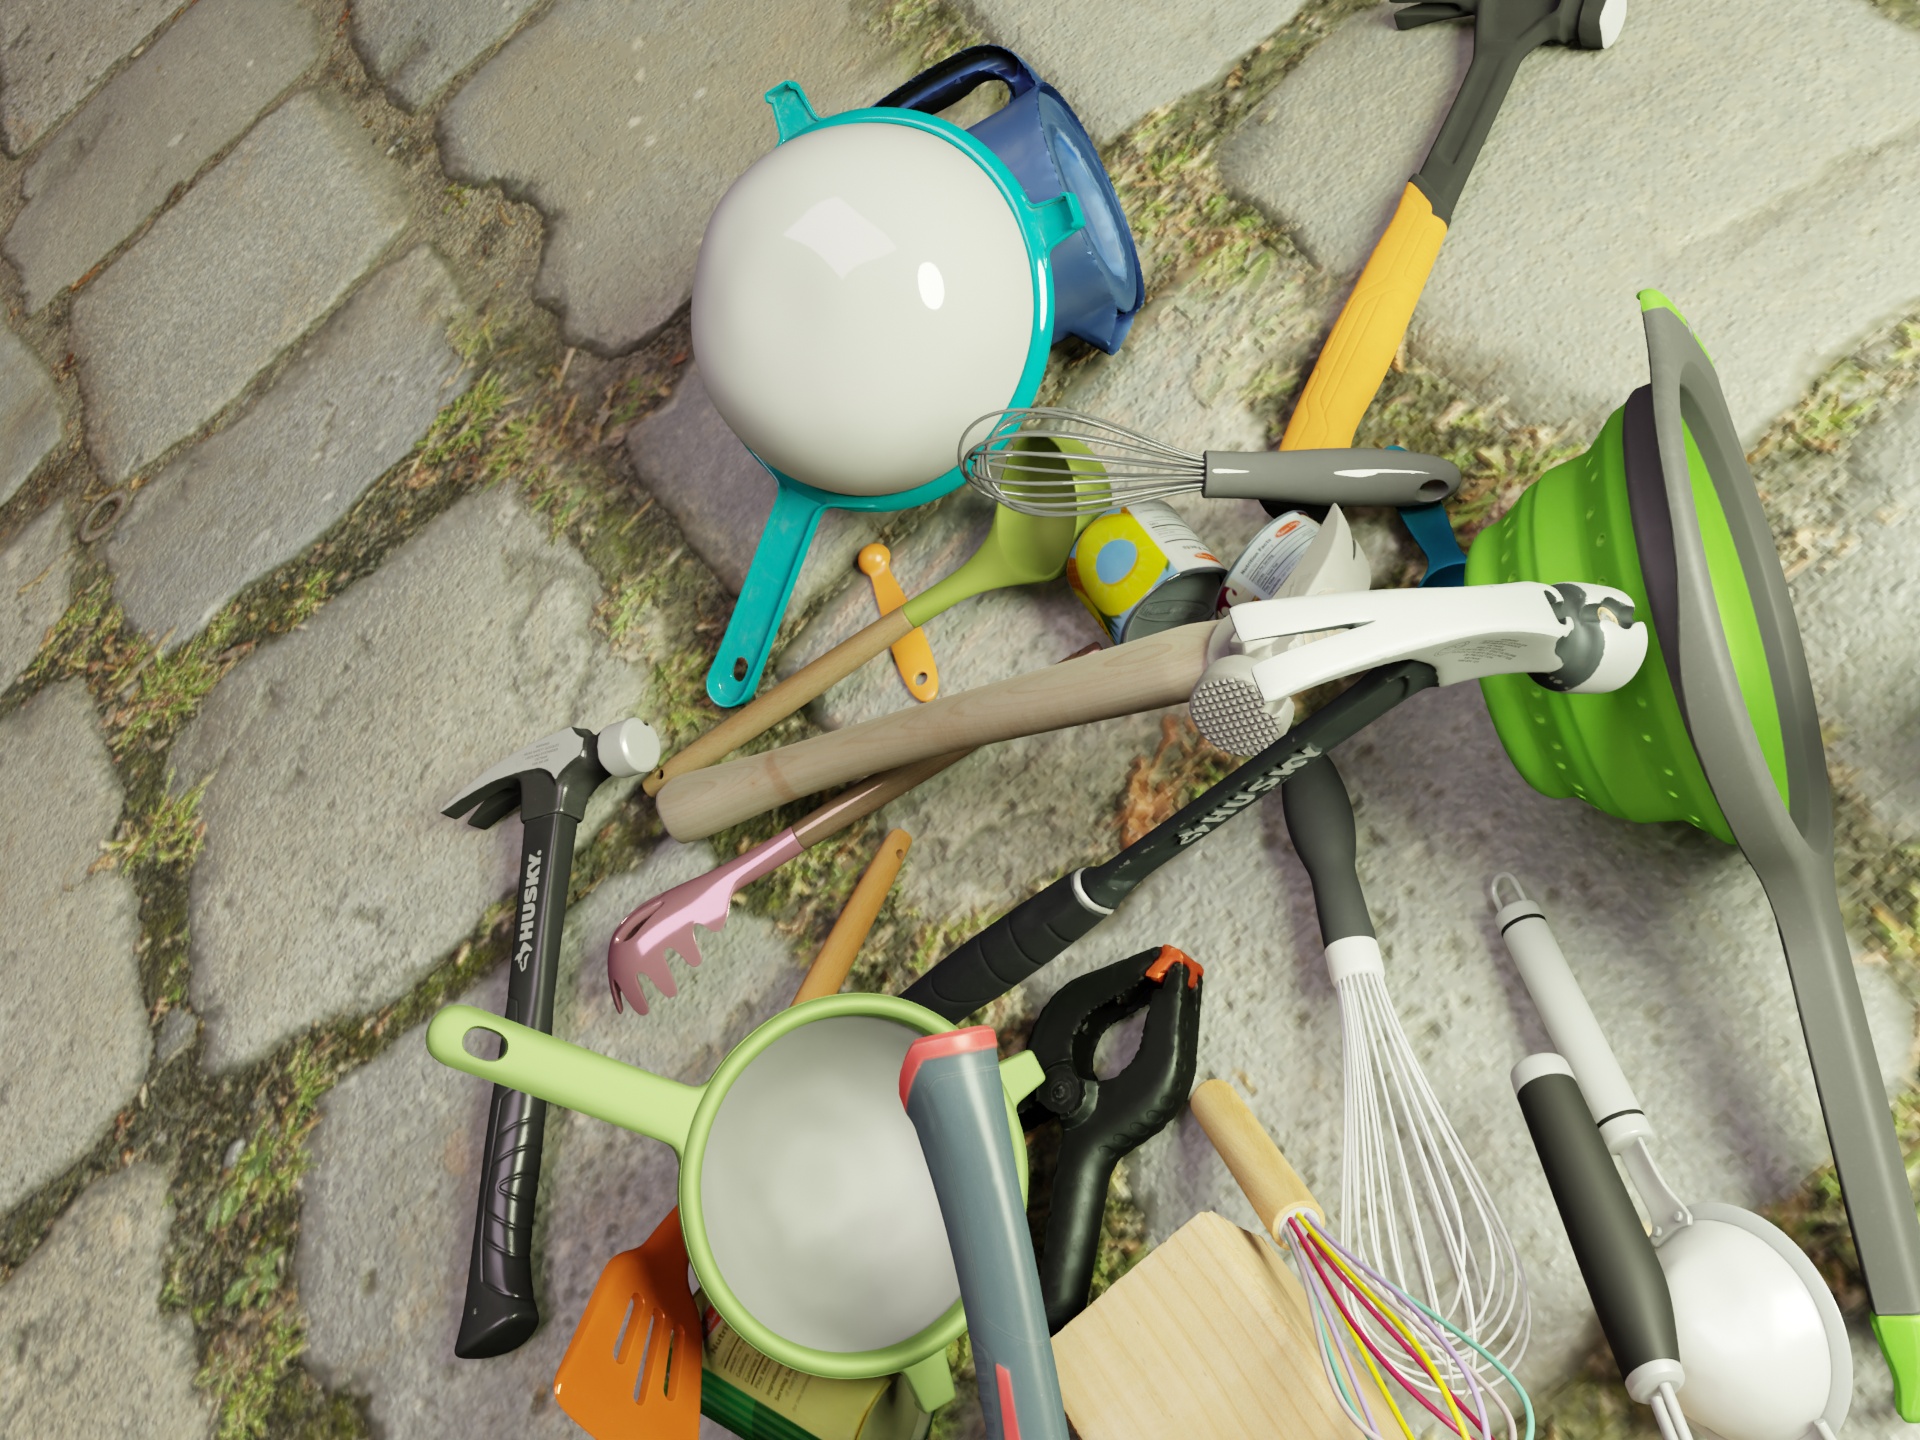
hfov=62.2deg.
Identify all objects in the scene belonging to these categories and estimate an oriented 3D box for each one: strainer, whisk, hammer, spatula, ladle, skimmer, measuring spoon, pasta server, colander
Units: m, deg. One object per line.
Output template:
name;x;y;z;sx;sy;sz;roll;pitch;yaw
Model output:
strainer;0.249;0.162;0.593;0.086;0.050;0.259;117;151;-41
whisk;0.170;0.130;0.656;0.070;0.070;0.285;-19;53;19
hammer;0.227;-0.251;0.829;0.127;0.034;0.337;18;75;33
whisk;0.132;0.192;0.577;0.051;0.047;0.245;-41;19;2
whisk;0.118;-0.120;0.754;0.239;0.055;0.055;2;64;1
hammer;0.043;0.298;0.547;0.143;0.038;0.386;-25;71;46
hammer;0.059;0.061;0.619;0.409;0.149;0.036;-44;55;47
spatula;-0.085;0.173;0.723;0.041;0.081;0.323;-13;37;42
ladle;-0.055;-0.046;0.856;0.320;0.062;0.078;-32;60;16
hammer;-0.001;-0.002;0.761;0.410;0.038;0.146;-16;24;41
skimmer;0.200;0.254;0.467;0.090;0.127;0.364;2;43;-6
measuring spoon;-0.036;-0.057;0.886;0.021;0.011;0.117;-30;55;12
strainer;-0.088;-0.156;0.836;0.211;0.095;0.340;28;108;18
hammer;-0.239;0.166;0.863;0.146;0.035;0.335;-15;61;30
pasta server;-0.057;0.053;0.827;0.316;0.040;0.060;-32;24;3
measuring spoon;0.225;-0.084;0.759;0.042;0.021;0.129;-16;49;6
colander;0.266;0.047;0.589;0.094;0.204;0.397;-16;77;34
strainer;-0.098;0.173;0.658;0.069;0.256;0.152;-34;34;63
